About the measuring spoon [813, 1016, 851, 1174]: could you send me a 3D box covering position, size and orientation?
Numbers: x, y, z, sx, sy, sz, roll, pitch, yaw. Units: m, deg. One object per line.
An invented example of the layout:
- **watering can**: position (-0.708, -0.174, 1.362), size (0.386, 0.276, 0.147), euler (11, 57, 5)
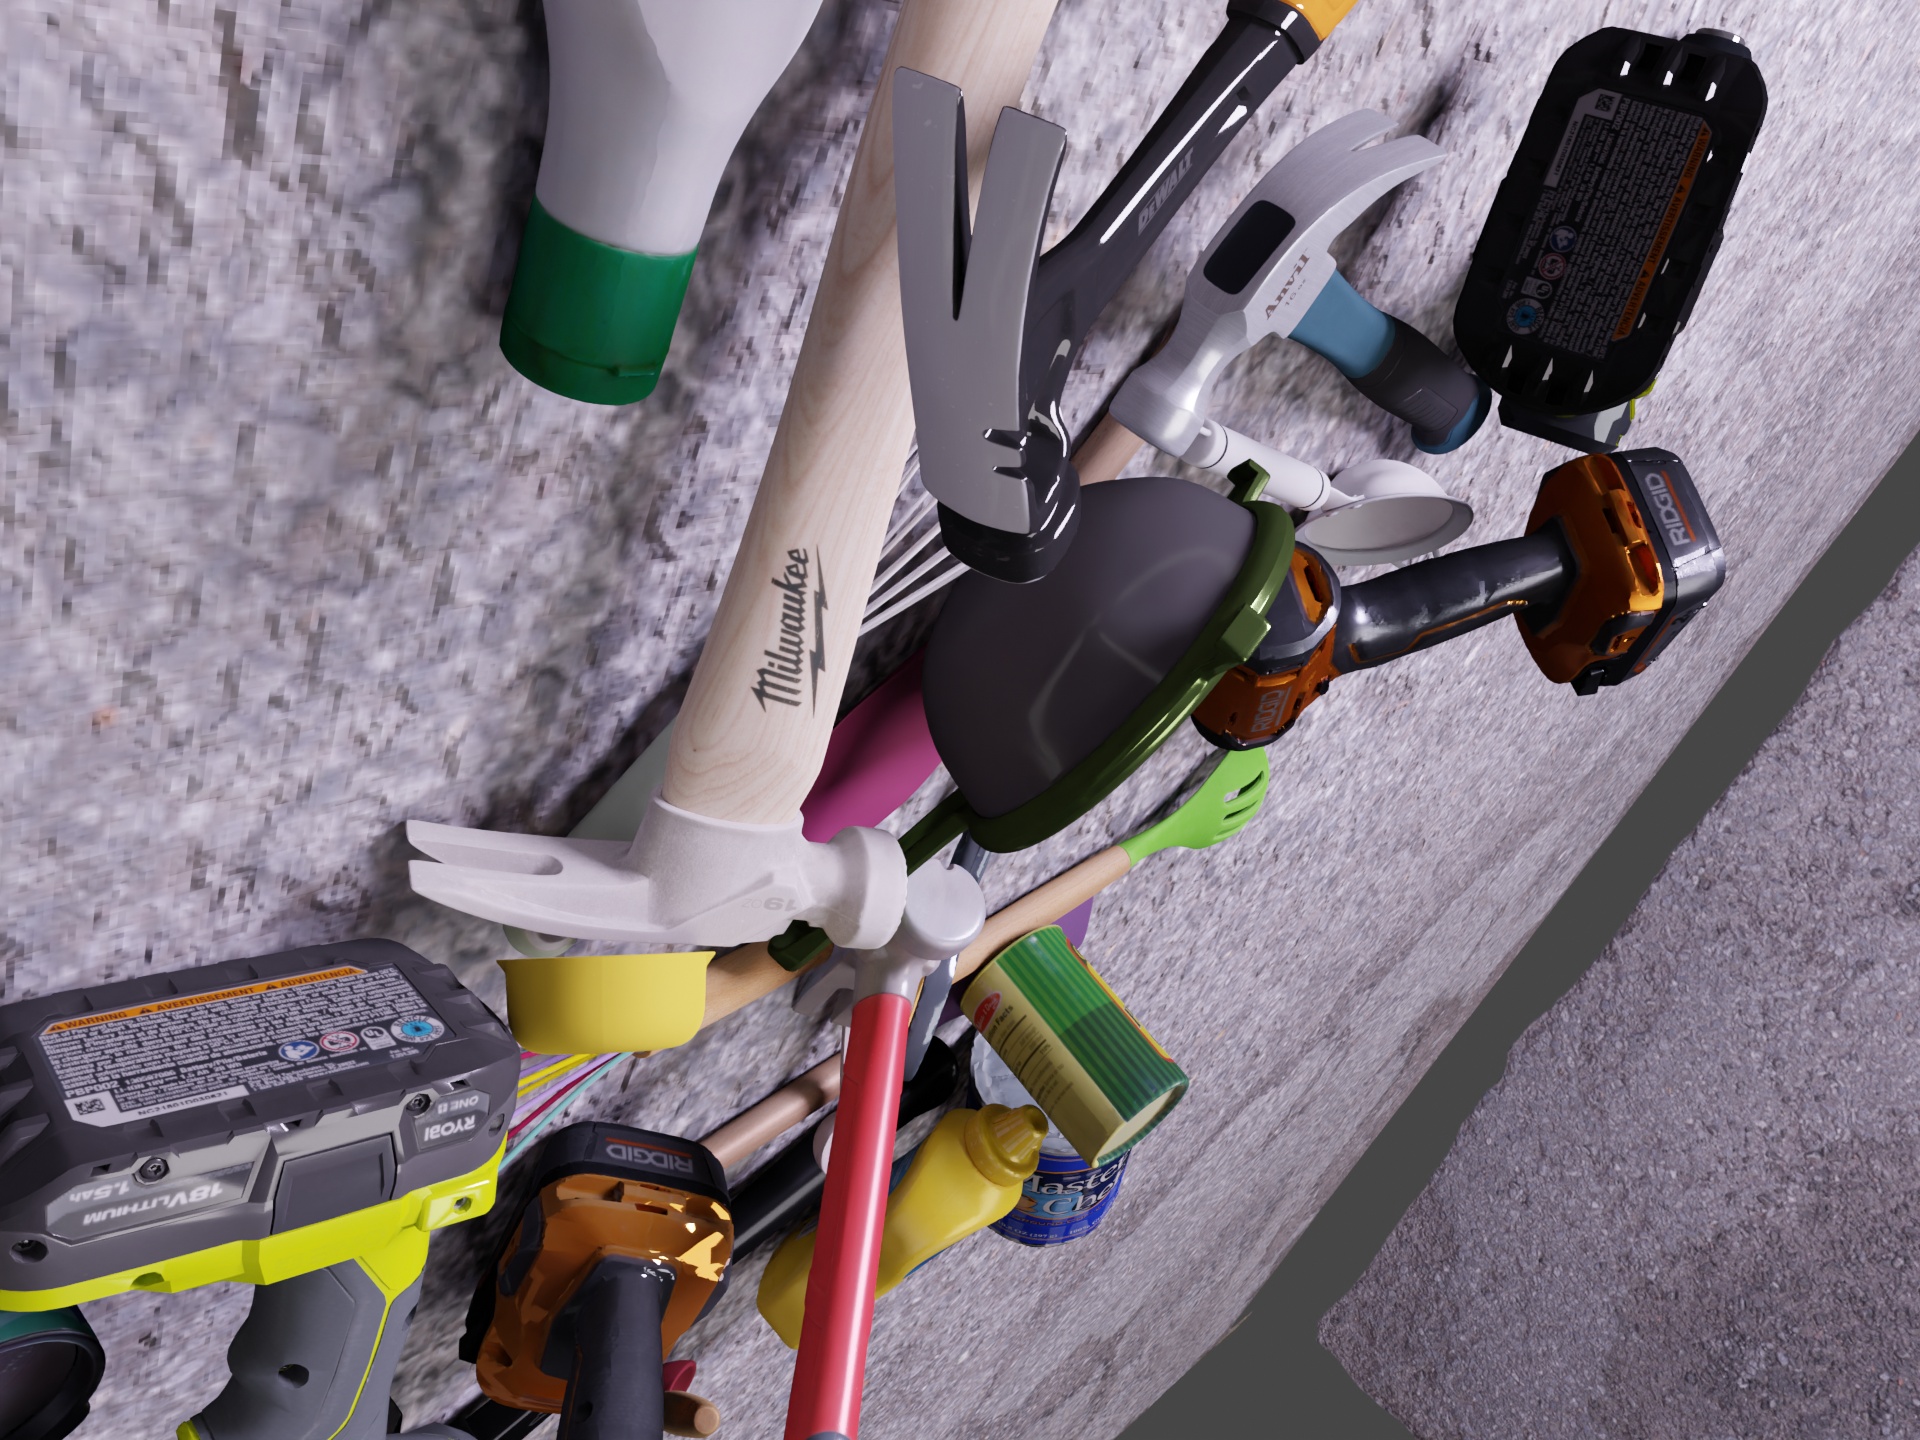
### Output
- **measuring spoon**: position (-0.053, 0.156, 0.742), size (0.034, 0.018, 0.124), euler (-14, 119, -45)

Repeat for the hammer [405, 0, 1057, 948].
- **hammer**: position (-0.025, -0.113, 0.392), size (0.146, 0.038, 0.410), euler (8, 118, -27)

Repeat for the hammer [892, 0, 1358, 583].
- **hammer**: position (0.087, -0.190, 0.387), size (0.337, 0.034, 0.127), euler (-55, 160, -24)

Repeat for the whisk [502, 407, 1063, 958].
- **whisk**: position (-0.058, -0.018, 0.495), size (0.246, 0.059, 0.057), euler (-47, 117, 6)

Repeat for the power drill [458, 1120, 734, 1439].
- **power drill**: position (-0.139, 0.285, 0.573), size (0.084, 0.226, 0.185), euler (19, 116, -22)

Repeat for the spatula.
- **spatula**: position (-0.037, 0.159, 0.790), size (0.316, 0.018, 0.059), euler (-26, 137, -39)

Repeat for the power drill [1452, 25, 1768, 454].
- **power drill**: position (0.281, -0.209, 0.669), size (0.228, 0.080, 0.190), euler (-20, 131, -64)

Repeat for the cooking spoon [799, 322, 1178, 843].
- **cooking spoon**: position (0.034, -0.073, 0.582), size (0.319, 0.017, 0.068), euler (-52, 147, 7)

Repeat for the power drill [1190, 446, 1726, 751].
- **power drill**: position (0.213, -0.043, 0.744), size (0.226, 0.084, 0.164), euler (-13, 158, -2)

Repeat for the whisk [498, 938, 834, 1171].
- **whisk**: position (-0.131, 0.120, 0.567), size (0.245, 0.051, 0.047), euler (-22, 138, -48)

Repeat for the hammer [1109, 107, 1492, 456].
- **hammer**: position (0.165, -0.147, 0.639), size (0.128, 0.033, 0.331), euler (-56, 157, 18)

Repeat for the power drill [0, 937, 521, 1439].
- **power drill**: position (-0.200, 0.182, 0.423), size (0.171, 0.080, 0.223), euler (-7, 115, -41)

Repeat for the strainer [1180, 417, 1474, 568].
- **strainer**: position (0.158, -0.104, 0.707), size (0.087, 0.050, 0.258), euler (-16, 167, 35)

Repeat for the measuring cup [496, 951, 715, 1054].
- **measuring cup**: position (-0.110, 0.090, 0.504), size (0.062, 0.029, 0.156), euler (-1, 169, -10)

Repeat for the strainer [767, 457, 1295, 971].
- **strainer**: position (-0.001, -0.002, 0.550), size (0.256, 0.069, 0.152), euler (-42, -167, 26)

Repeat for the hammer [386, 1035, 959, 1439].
- **hammer**: position (-0.131, 0.263, 0.769), size (0.335, 0.035, 0.146), euler (-35, 152, -25)

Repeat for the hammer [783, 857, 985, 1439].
- **hammer**: position (-0.053, 0.245, 0.558), size (0.143, 0.038, 0.387), euler (129, -25, -51)

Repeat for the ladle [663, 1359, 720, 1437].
- **ladle**: position (-0.138, 0.327, 0.749), size (0.069, 0.031, 0.315), euler (-47, 176, -27)

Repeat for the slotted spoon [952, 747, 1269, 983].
- **slotted spoon**: position (0.067, 0.086, 0.840), size (0.314, 0.031, 0.070), euler (-26, 138, -34)
